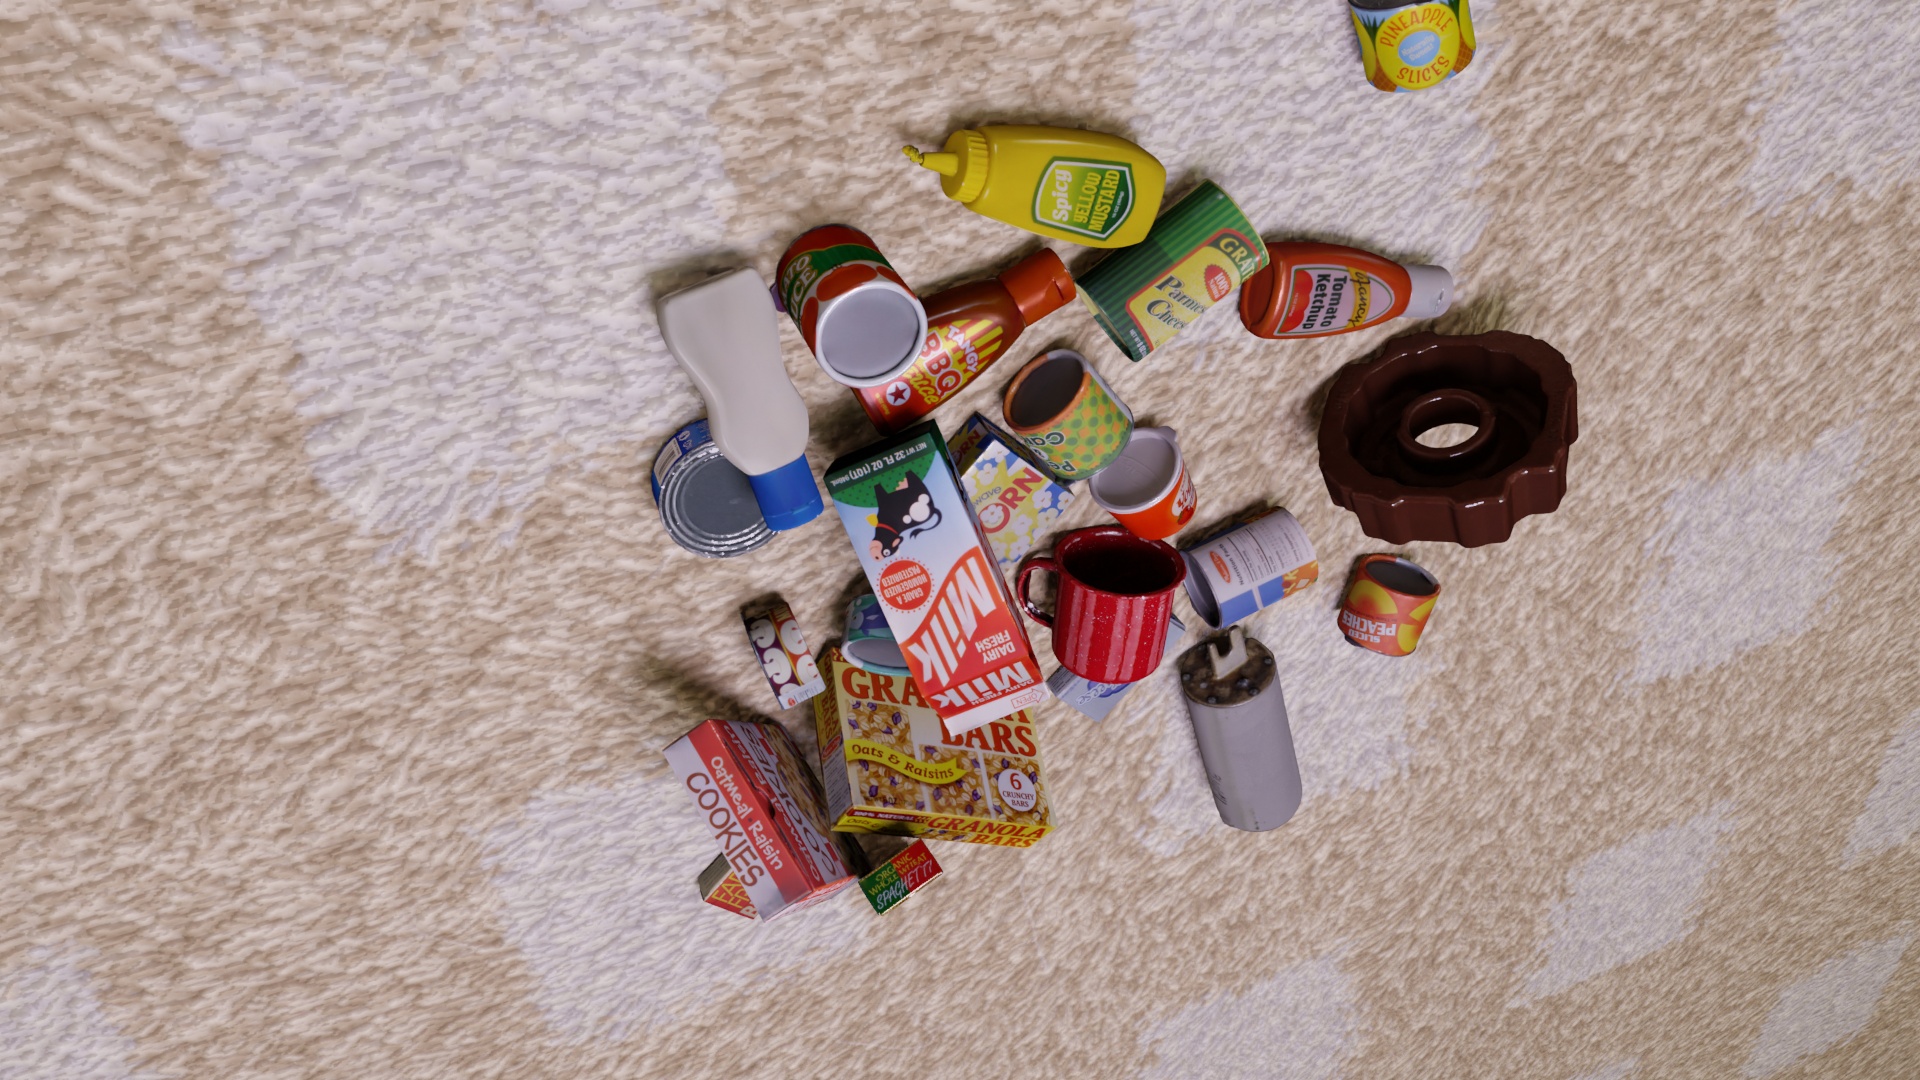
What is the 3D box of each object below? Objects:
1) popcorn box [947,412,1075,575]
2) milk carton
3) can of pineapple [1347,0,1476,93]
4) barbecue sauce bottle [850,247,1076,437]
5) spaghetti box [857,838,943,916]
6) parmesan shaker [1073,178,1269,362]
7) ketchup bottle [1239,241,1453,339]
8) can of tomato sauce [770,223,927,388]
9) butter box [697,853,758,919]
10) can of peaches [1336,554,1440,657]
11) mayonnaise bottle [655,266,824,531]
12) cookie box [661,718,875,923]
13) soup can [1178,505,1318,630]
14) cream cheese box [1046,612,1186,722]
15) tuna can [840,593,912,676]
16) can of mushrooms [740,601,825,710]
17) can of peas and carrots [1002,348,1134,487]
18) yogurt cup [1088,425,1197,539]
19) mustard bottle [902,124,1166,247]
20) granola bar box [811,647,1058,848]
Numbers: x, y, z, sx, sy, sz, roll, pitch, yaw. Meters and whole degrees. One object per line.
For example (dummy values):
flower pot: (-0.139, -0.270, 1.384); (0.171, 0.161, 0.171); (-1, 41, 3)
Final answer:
popcorn box: (0.003, -0.012, 0.933); (0.085, 0.038, 0.126); (33, 105, -36)
milk carton: (-0.012, 0.027, 0.865); (0.072, 0.073, 0.190); (-22, 100, 5)
can of pineapple: (0.270, -0.309, 0.829); (0.071, 0.071, 0.057); (-32, 130, -1)
barbecue sauce bottle: (-0.001, -0.126, 0.848); (0.148, 0.044, 0.064); (-32, 128, -2)
spaghetti box: (-0.044, 0.245, 1.001); (0.050, 0.029, 0.249); (-33, 169, -10)
parmesan shaker: (0.132, -0.166, 0.868); (0.103, 0.071, 0.071); (-38, 130, 4)
ketchup bottle: (0.264, -0.169, 0.941); (0.149, 0.044, 0.064); (-4, 124, -23)
can of tomato sauce: (-0.064, -0.133, 0.788); (0.071, 0.083, 0.070); (-12, 127, -17)
butter box: (-0.146, 0.238, 1.048); (0.053, 0.024, 0.103); (33, 105, -37)
can of peaches: (0.342, 0.052, 1.115); (0.071, 0.071, 0.057); (-1, 122, -24)
mayonnaise bottle: (-0.120, -0.078, 0.798); (0.065, 0.041, 0.147); (-26, 110, -19)
cookie box: (-0.120, 0.178, 0.904); (0.040, 0.123, 0.167); (-35, 167, 2)
soup can: (0.214, 0.021, 1.037); (0.084, 0.071, 0.071); (-24, 129, -8)
cream cheese box: (0.120, 0.089, 1.067); (0.053, 0.024, 0.103); (32, 105, -38)
tuna can: (-0.045, 0.065, 0.940); (0.071, 0.033, 0.070); (6, 151, 3)
can of mushrooms: (-0.118, 0.074, 0.921); (0.033, 0.071, 0.070); (-24, 129, -7)
can of peas and carrots: (0.068, -0.079, 0.897); (0.071, 0.071, 0.058); (-41, 129, 7)
yogurt cup: (0.129, -0.036, 0.959); (0.072, 0.072, 0.053); (-38, 138, 4)
mustard bottle: (0.040, -0.209, 0.805); (0.160, 0.049, 0.065); (1, 120, -26)
granola bar box: (-0.020, 0.147, 0.976); (0.166, 0.125, 0.039); (13, 137, -31)
